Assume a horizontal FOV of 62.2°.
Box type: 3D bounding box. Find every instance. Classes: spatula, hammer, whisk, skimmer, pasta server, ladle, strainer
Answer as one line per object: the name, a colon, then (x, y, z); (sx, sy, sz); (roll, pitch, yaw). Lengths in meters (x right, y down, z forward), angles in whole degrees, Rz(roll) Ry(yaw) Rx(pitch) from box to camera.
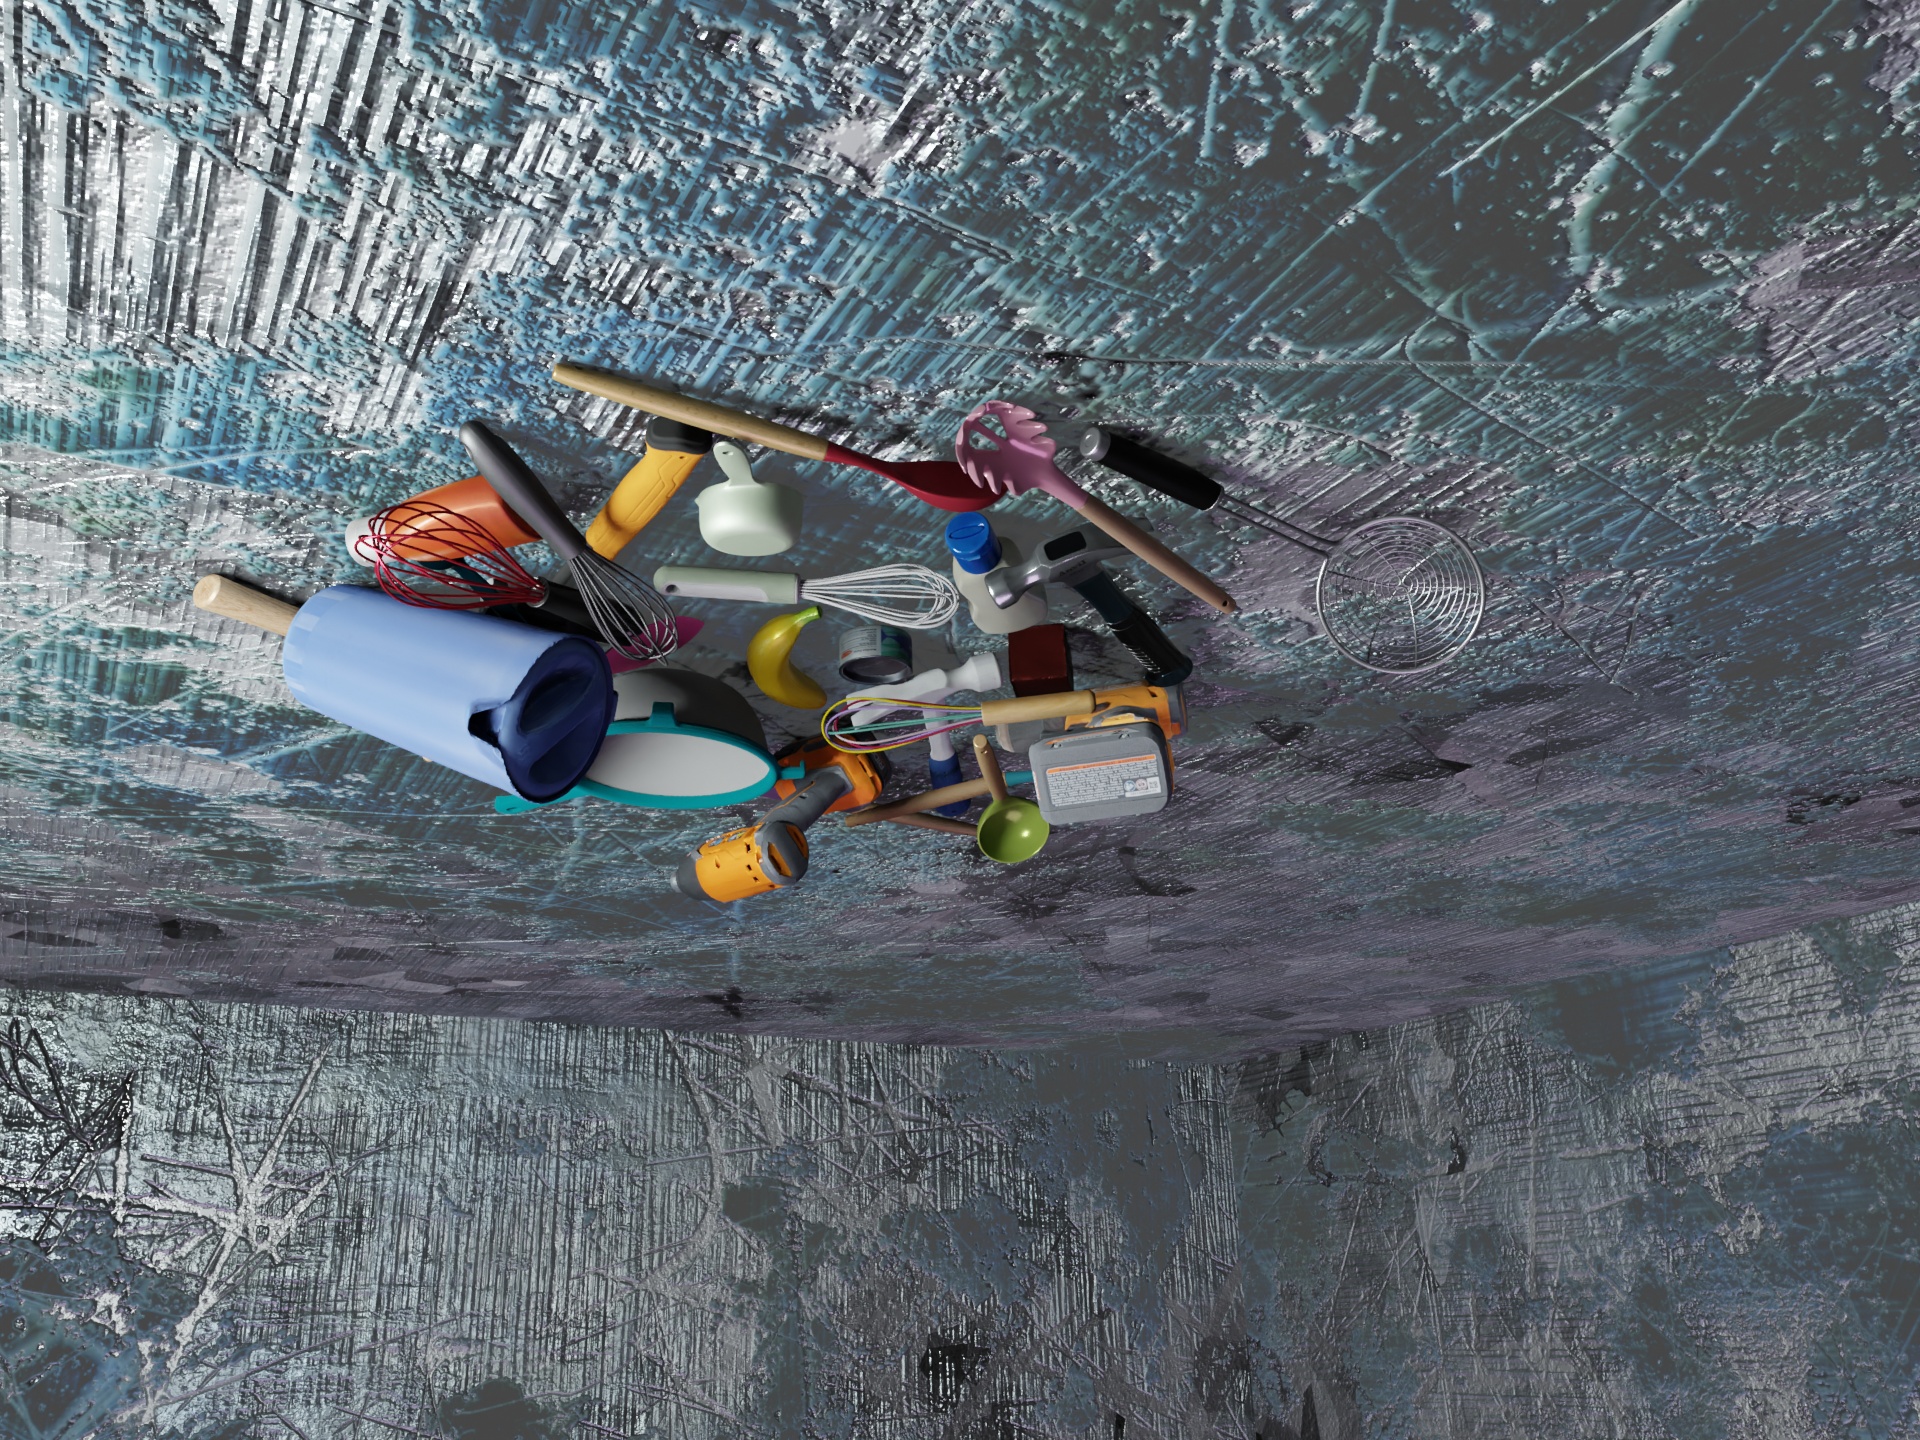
spatula: (-0.129, 0.095, 1.791); (0.315, 0.018, 0.059); (12, 159, -12)
spatula: (0.024, 0.058, 1.656); (0.317, 0.044, 0.082); (-16, 160, 16)
hammer: (-0.505, -0.058, 1.388); (0.130, 0.031, 0.331); (-15, 155, 32)
hammer: (0.134, -0.086, 1.326); (0.128, 0.033, 0.330); (-27, 157, 14)
hammer: (-0.025, 0.030, 1.627); (0.144, 0.035, 0.405); (-15, 161, -2)
whisk: (-0.003, -0.006, 1.406); (0.245, 0.047, 0.051); (-7, 172, 3)
skimmer: (0.241, -0.130, 1.172); (0.363, 0.090, 0.127); (17, 120, -35)
pasta server: (0.107, -0.143, 1.143); (0.316, 0.040, 0.060); (28, 105, -39)
whisk: (-0.276, -0.121, 1.132); (0.055, 0.055, 0.238); (-12, 135, 26)
ladle: (0.040, 0.076, 1.548); (0.078, 0.062, 0.320); (-20, 162, 1)
hammer: (-0.255, -0.138, 1.192); (0.127, 0.034, 0.337); (11, 156, -28)
whisk: (-0.319, -0.097, 1.147); (0.073, 0.073, 0.295); (-11, 167, 22)
strainer: (-0.324, 0.020, 1.520); (0.340, 0.095, 0.210); (-14, 154, 34)
whisk: (-0.123, -0.104, 1.276); (0.246, 0.059, 0.057); (4, 147, -1)
ladle: (-0.114, -0.188, 1.062); (0.315, 0.069, 0.031); (13, 115, -22)

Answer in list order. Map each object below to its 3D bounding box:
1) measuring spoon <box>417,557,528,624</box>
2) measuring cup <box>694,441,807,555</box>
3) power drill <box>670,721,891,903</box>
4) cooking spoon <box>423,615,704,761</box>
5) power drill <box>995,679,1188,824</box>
measuring spoon: (-0.380, -0.101, 1.235); (0.042, 0.021, 0.128); (-7, 138, 34)
measuring cup: (-0.153, -0.153, 1.116); (0.083, 0.038, 0.167); (-2, 170, 0)
power drill: (-0.183, 0.099, 1.573); (0.164, 0.226, 0.084); (-18, 109, 37)
cooking spoon: (-0.363, -0.028, 1.421); (0.319, 0.017, 0.068); (-24, 163, 22)
power drill: (0.113, 0.022, 1.460); (0.185, 0.084, 0.226); (-8, -165, 12)
